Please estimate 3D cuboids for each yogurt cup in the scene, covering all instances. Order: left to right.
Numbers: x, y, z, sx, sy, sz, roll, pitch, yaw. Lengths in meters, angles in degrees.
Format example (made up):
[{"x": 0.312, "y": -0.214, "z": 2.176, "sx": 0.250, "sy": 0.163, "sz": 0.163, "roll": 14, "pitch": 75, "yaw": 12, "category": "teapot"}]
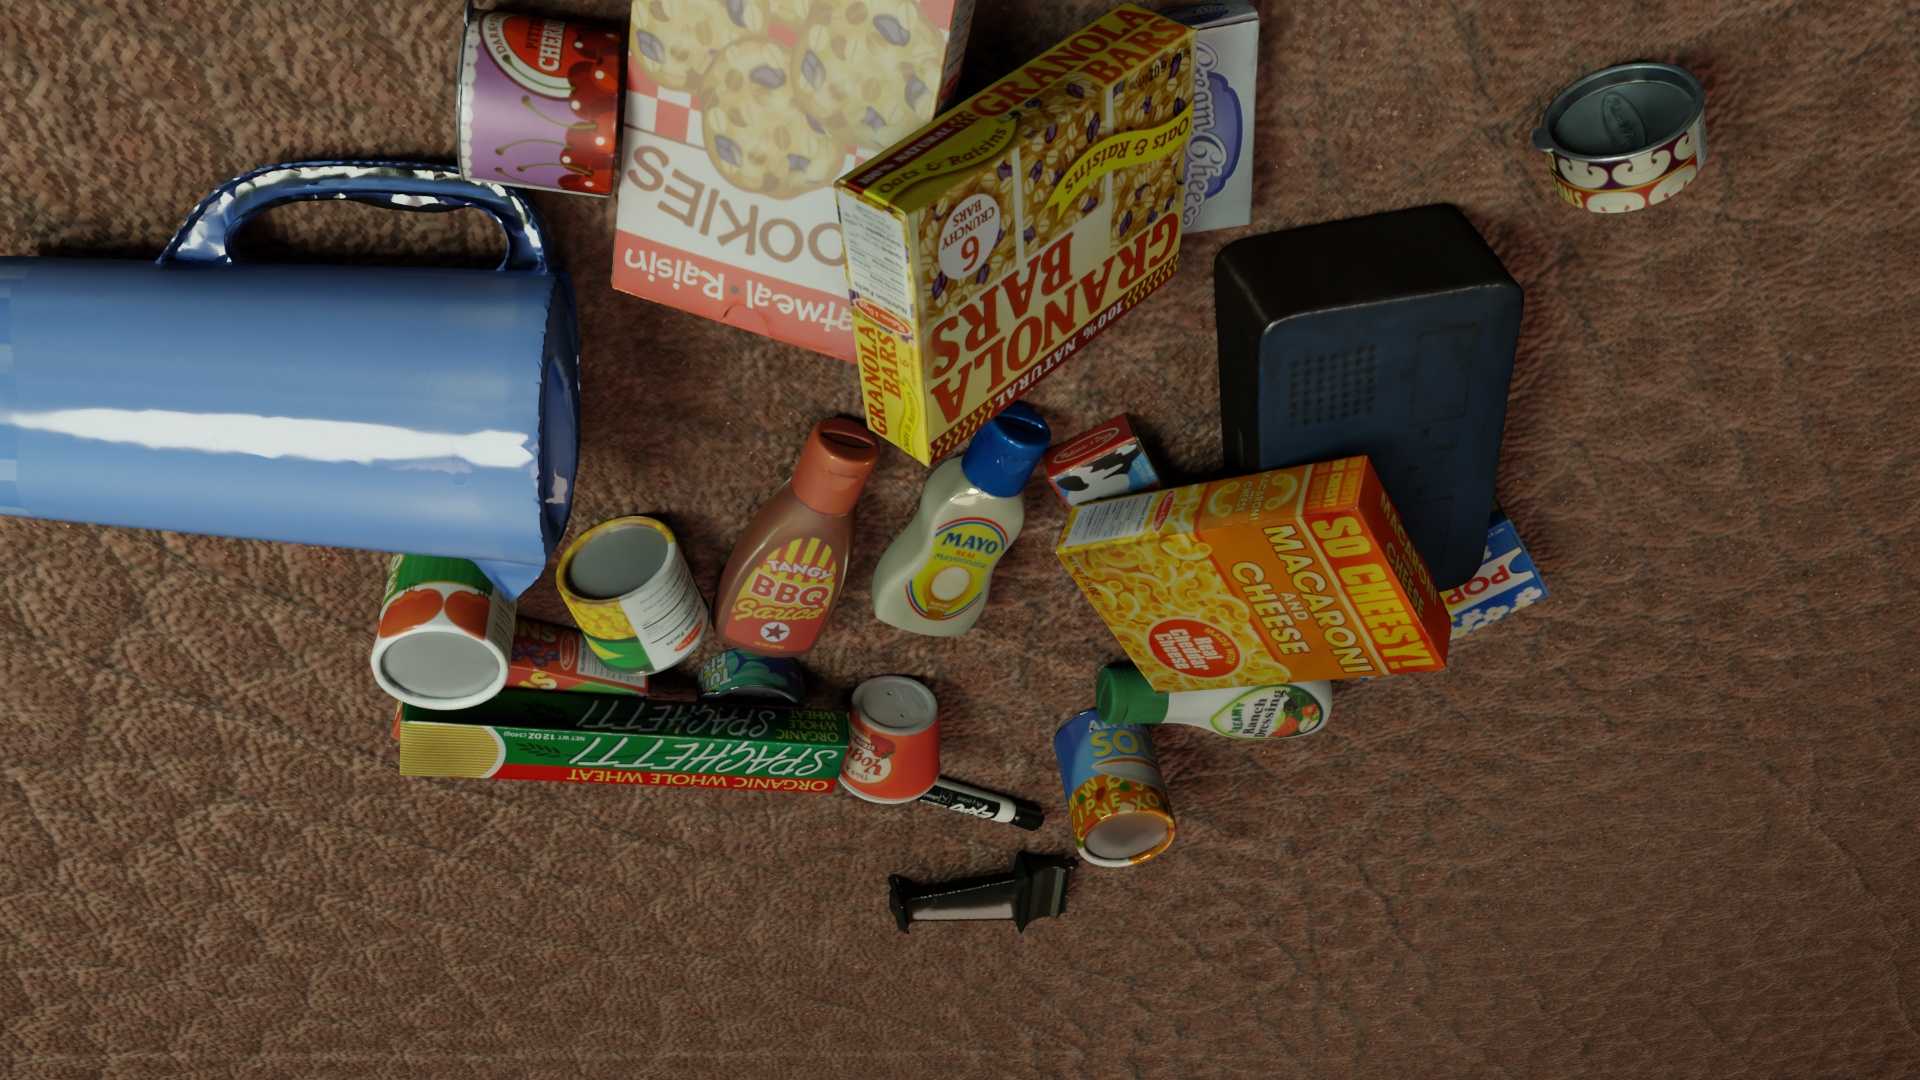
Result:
[{"x": -0.043, "y": 0.121, "z": 0.861, "sx": 0.072, "sy": 0.073, "sz": 0.053, "roll": 1, "pitch": 126, "yaw": -12, "category": "yogurt cup"}]

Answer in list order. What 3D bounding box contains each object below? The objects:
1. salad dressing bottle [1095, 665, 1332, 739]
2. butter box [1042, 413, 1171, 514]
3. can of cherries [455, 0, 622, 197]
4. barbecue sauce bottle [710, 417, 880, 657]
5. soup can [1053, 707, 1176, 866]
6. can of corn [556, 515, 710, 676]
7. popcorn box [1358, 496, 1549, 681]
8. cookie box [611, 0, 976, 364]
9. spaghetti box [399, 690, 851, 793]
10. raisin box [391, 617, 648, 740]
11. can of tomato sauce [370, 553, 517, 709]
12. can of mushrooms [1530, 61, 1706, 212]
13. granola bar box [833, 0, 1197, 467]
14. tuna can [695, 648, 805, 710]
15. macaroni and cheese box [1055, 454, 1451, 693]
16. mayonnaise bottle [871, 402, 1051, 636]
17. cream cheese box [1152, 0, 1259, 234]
[{"x": 0.162, "y": 0.100, "z": 0.893, "sx": 0.148, "sy": 0.044, "sz": 0.064, "roll": 1, "pitch": 131, "yaw": -12, "category": "salad dressing bottle"}, {"x": 0.091, "y": -0.021, "z": 0.775, "sx": 0.053, "sy": 0.024, "sz": 0.103, "roll": -25, "pitch": 133, "yaw": 14, "category": "butter box"}, {"x": -0.164, "y": -0.173, "z": 0.545, "sx": 0.058, "sy": 0.072, "sz": 0.071, "roll": 4, "pitch": 133, "yaw": -15, "category": "can of cherries"}, {"x": -0.085, "y": 0.000, "z": 0.747, "sx": 0.065, "sy": 0.044, "sz": 0.147, "roll": 12, "pitch": 130, "yaw": -21, "category": "barbecue sauce bottle"}, {"x": 0.102, "y": 0.160, "z": 0.912, "sx": 0.071, "sy": 0.084, "sz": 0.071, "roll": -6, "pitch": 134, "yaw": -6, "category": "soup can"}, {"x": -0.177, "y": 0.028, "z": 0.744, "sx": 0.071, "sy": 0.071, "sz": 0.058, "roll": -13, "pitch": 134, "yaw": 2, "category": "can of corn"}, {"x": 0.281, "y": 0.027, "z": 0.849, "sx": 0.126, "sy": 0.038, "sz": 0.085, "roll": -29, "pitch": 131, "yaw": 17, "category": "popcorn box"}, {"x": -0.069, "y": -0.162, "z": 0.545, "sx": 0.123, "sy": 0.040, "sz": 0.166, "roll": 18, "pitch": 123, "yaw": 5, "category": "cookie box"}, {"x": -0.187, "y": 0.115, "z": 0.795, "sx": 0.250, "sy": 0.029, "sz": 0.049, "roll": 6, "pitch": 133, "yaw": -17, "category": "spaghetti box"}, {"x": -0.253, "y": 0.087, "z": 0.804, "sx": 0.123, "sy": 0.040, "sz": 0.085, "roll": 16, "pitch": 130, "yaw": -26, "category": "raisin box"}, {"x": -0.266, "y": 0.036, "z": 0.719, "sx": 0.071, "sy": 0.083, "sz": 0.070, "roll": -6, "pitch": 135, "yaw": -6, "category": "can of tomato sauce"}, {"x": 0.298, "y": -0.181, "z": 0.628, "sx": 0.071, "sy": 0.071, "sz": 0.033, "roll": -24, "pitch": 135, "yaw": 13, "category": "can of mushrooms"}, {"x": 0.028, "y": -0.123, "z": 0.559, "sx": 0.166, "sy": 0.039, "sz": 0.123, "roll": -40, "pitch": 148, "yaw": -27, "category": "granola bar box"}, {"x": -0.129, "y": 0.096, "z": 0.841, "sx": 0.071, "sy": 0.033, "sz": 0.070, "roll": -6, "pitch": 135, "yaw": -6, "category": "tuna can"}, {"x": 0.152, "y": 0.022, "z": 0.723, "sx": 0.166, "sy": 0.040, "sz": 0.123, "roll": -10, "pitch": 131, "yaw": 36, "category": "macaroni and cheese box"}, {"x": 0.003, "y": -0.009, "z": 0.756, "sx": 0.065, "sy": 0.041, "sz": 0.147, "roll": 12, "pitch": 131, "yaw": -20, "category": "mayonnaise bottle"}, {"x": 0.102, "y": -0.184, "z": 0.616, "sx": 0.053, "sy": 0.024, "sz": 0.103, "roll": -10, "pitch": 135, "yaw": -1, "category": "cream cheese box"}]
